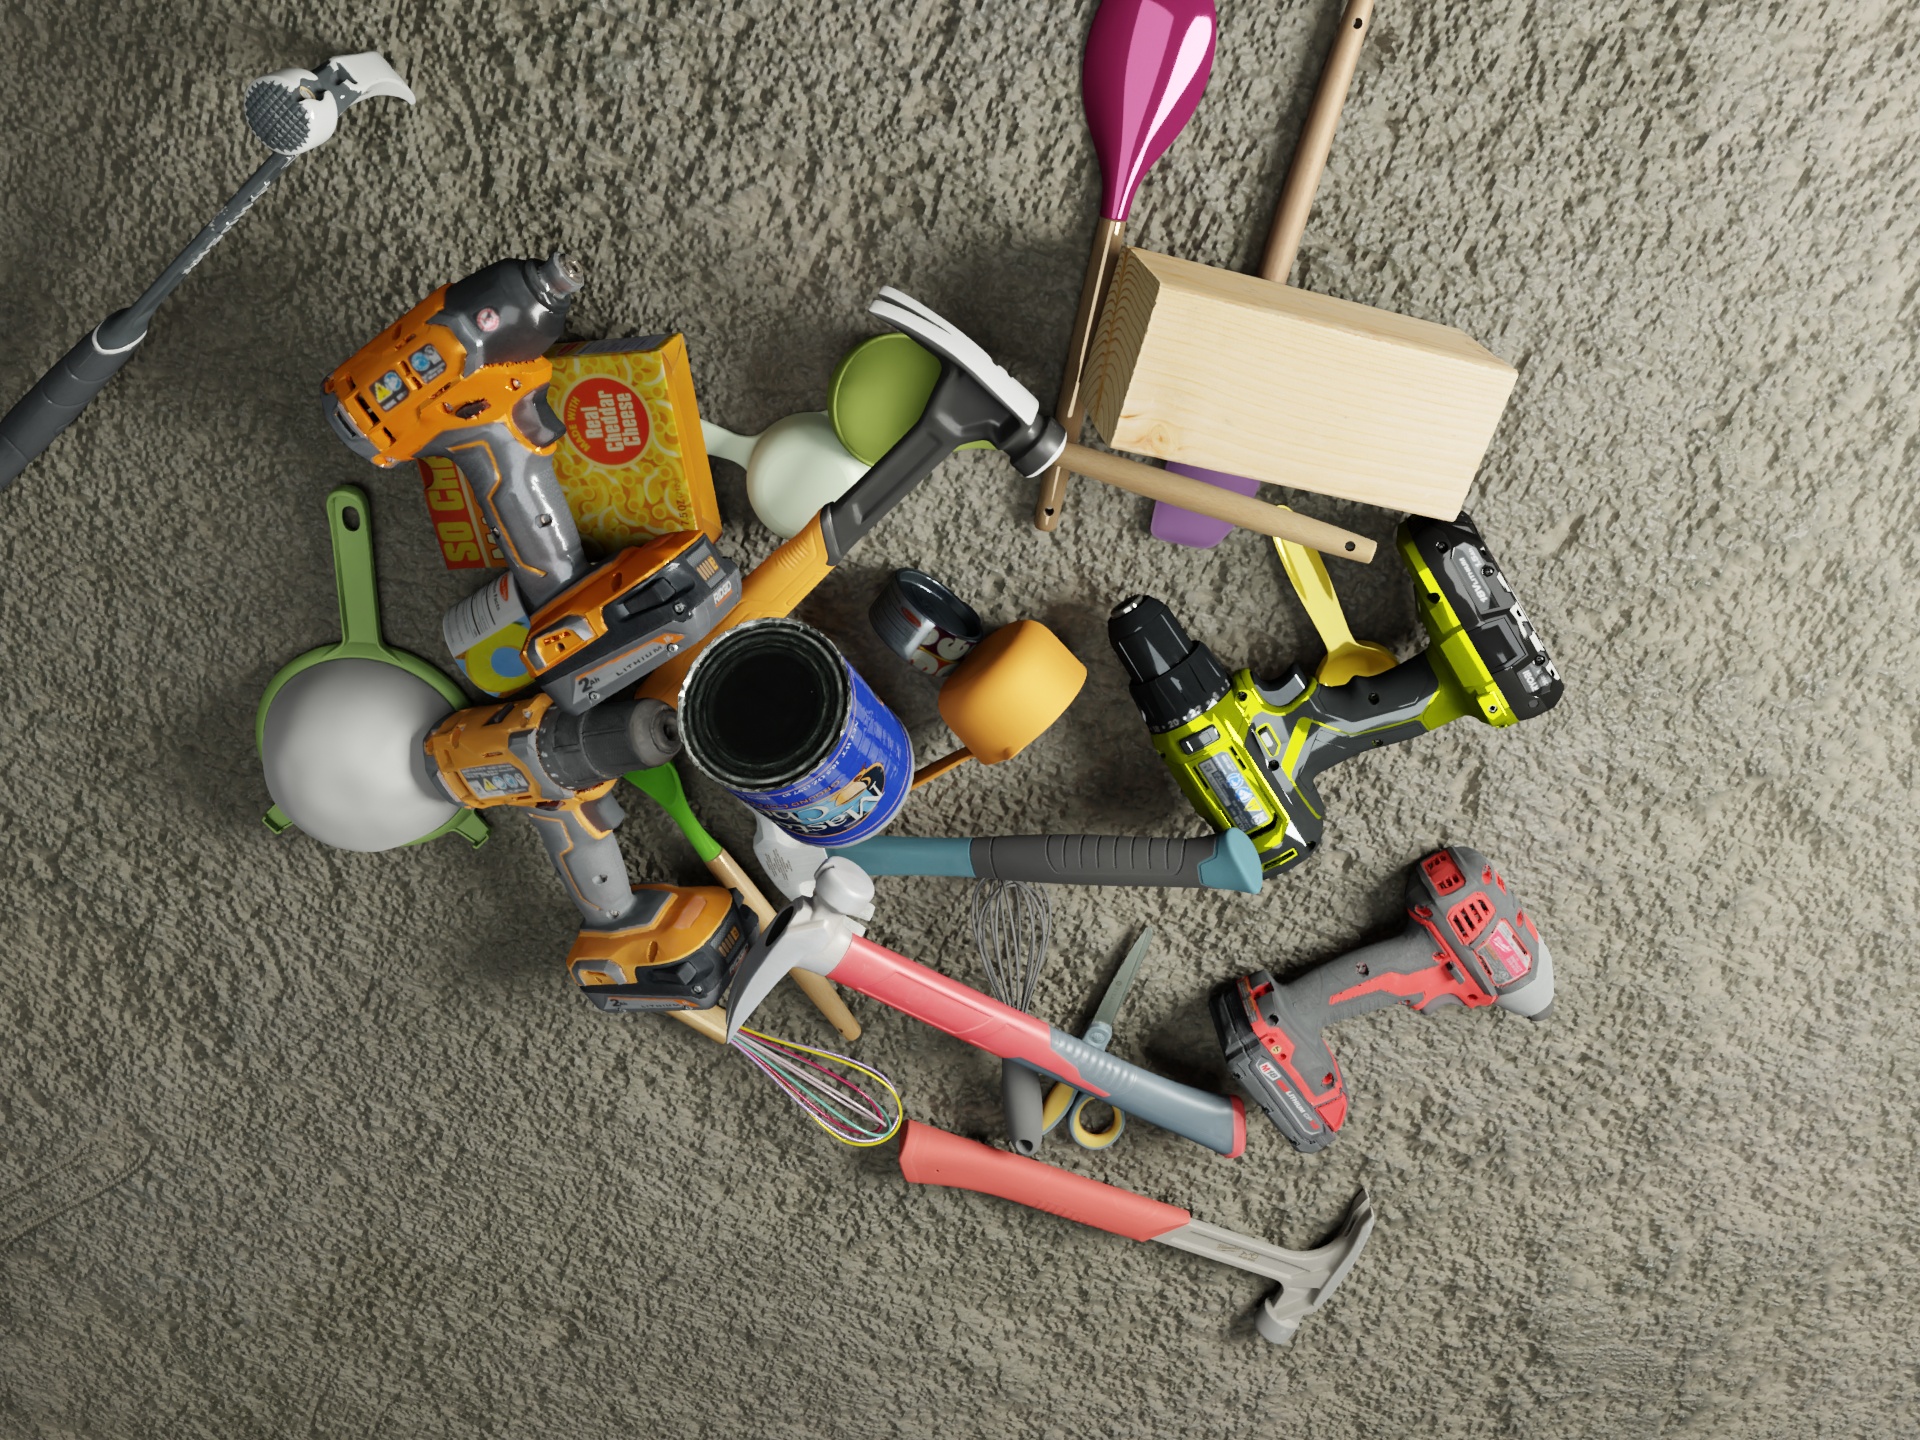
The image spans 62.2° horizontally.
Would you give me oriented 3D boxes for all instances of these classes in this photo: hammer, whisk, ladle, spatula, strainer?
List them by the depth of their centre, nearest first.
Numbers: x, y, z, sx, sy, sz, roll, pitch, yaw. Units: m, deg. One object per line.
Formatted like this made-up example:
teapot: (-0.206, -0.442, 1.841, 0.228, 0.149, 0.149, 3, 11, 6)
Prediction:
hammer: (-0.449, -0.228, 0.873, 0.409, 0.149, 0.036, -32, 112, 25)
ladle: (0.077, -0.142, 0.893, 0.320, 0.062, 0.078, 19, 105, 7)
spatula: (0.176, -0.243, 0.902, 0.059, 0.018, 0.315, 10, 117, -9)
hammer: (-0.096, -0.099, 0.924, 0.127, 0.034, 0.337, 39, 125, -17)
strainer: (-0.380, -0.016, 0.992, 0.151, 0.069, 0.256, 5, 118, -2)
hammer: (0.023, 0.086, 1.007, 0.331, 0.033, 0.128, -1, 126, 21)
hammer: (0.033, 0.225, 1.069, 0.386, 0.038, 0.143, 29, 112, -23)
whisk: (0.041, 0.207, 1.108, 0.055, 0.055, 0.238, -4, 115, 2)
whisk: (-0.148, 0.235, 1.131, 0.245, 0.051, 0.047, 33, 118, -11)
hammer: (0.125, 0.363, 1.195, 0.359, 0.037, 0.149, 21, 115, -10)

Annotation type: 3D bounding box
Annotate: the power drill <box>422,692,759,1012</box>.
power drill: (-0.211, 0.078, 0.999, 0.185, 0.084, 0.226, -8, 122, 32)

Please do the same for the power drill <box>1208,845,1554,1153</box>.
power drill: (0.295, 0.194, 1.090, 0.219, 0.079, 0.143, -35, 112, 13)

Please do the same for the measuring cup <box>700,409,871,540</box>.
measuring cup: (-0.132, -0.155, 0.937, 0.167, 0.038, 0.083, 18, 115, -9)

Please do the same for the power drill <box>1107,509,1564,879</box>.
power drill: (0.217, -0.030, 0.950, 0.228, 0.080, 0.190, -30, 102, 20)

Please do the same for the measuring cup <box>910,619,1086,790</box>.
measuring cup: (-0.002, -0.003, 0.999, 0.173, 0.095, 0.052, -31, 108, 35)

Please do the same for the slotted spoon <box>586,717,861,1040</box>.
slotted spoon: (-0.154, 0.108, 1.073, 0.070, 0.031, 0.313, -5, 128, 45)

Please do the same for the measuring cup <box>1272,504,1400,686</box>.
measuring cup: (0.229, -0.066, 0.992, 0.062, 0.029, 0.156, -24, 102, 16)

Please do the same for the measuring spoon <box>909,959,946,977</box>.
measuring spoon: (-0.057, 0.159, 1.109, 0.124, 0.018, 0.034, 28, 136, -20)

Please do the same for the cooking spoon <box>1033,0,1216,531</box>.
cooking spoon: (0.081, -0.257, 0.896, 0.068, 0.017, 0.318, 10, 116, -4)

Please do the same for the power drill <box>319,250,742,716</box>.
power drill: (-0.220, -0.132, 0.863, 0.164, 0.084, 0.226, -28, 105, 23)
